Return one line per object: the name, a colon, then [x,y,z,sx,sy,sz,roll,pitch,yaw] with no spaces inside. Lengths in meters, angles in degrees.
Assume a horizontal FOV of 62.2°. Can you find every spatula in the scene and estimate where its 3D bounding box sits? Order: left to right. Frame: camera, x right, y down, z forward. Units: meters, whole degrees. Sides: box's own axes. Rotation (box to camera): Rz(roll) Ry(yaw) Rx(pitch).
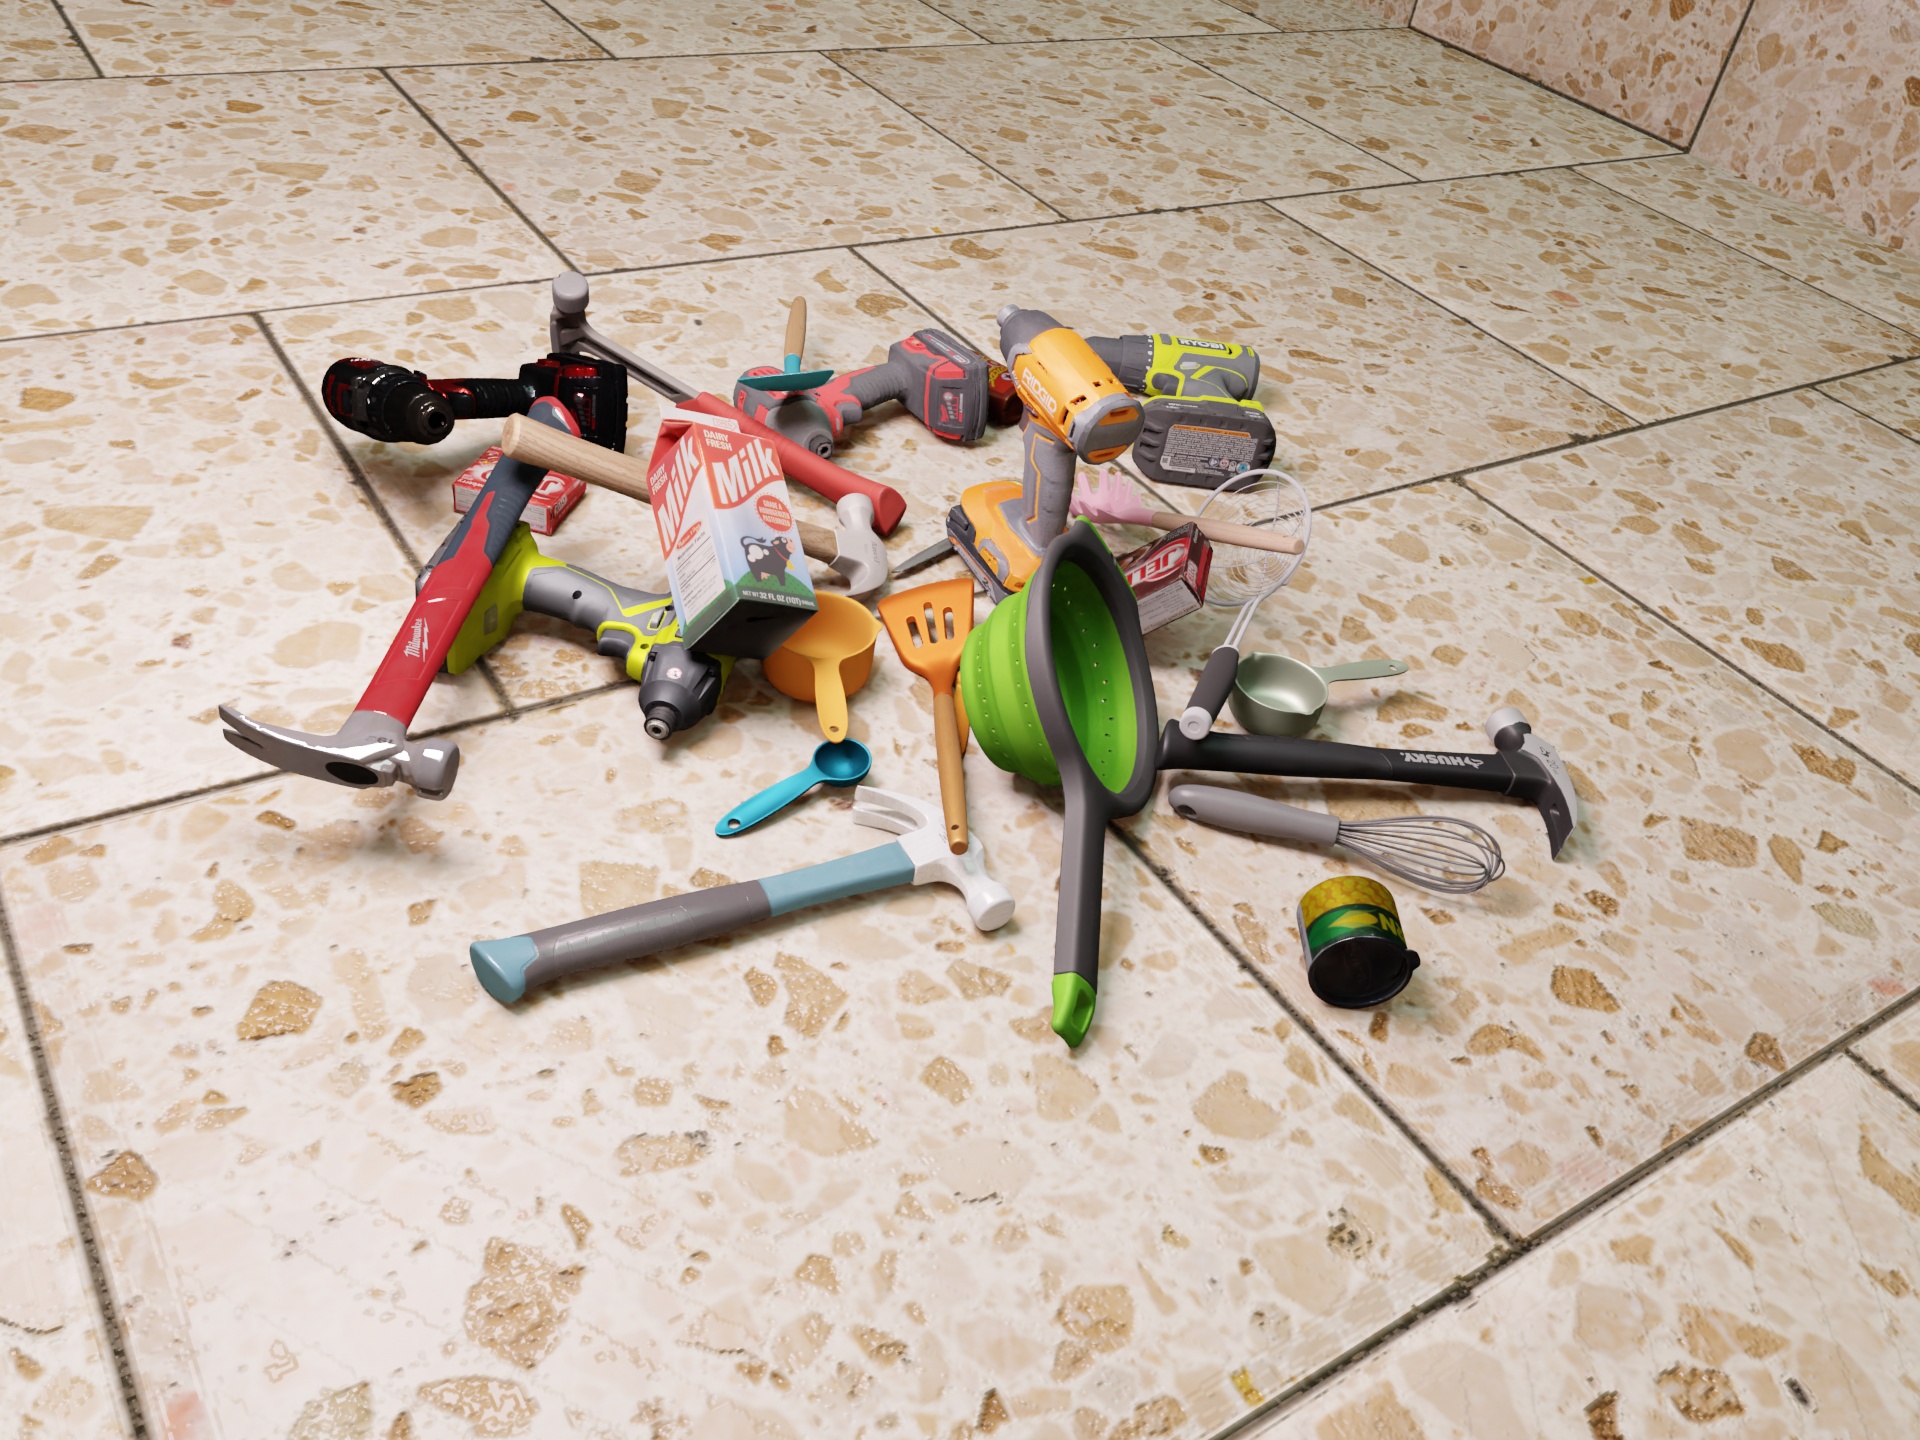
spatula: [-0.154,-0.352,1.475,0.082,0.044,0.318,-6,31,0]
spatula: [-0.014,-0.009,1.157,0.081,0.041,0.323,-14,32,4]

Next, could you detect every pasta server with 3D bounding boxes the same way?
pasta server: [0.182,-0.175,1.350,0.060,0.040,0.316,-23,23,-23]

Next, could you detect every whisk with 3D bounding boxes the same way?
whisk: [0.266,0.078,1.133,0.239,0.055,0.055,12,38,9]

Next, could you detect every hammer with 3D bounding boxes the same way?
hammer: [-0.359,-0.107,1.099,0.143,0.038,0.387,14,45,-3]
hammer: [-0.195,-0.165,1.231,0.331,0.031,0.130,16,46,-36]
hammer: [-0.210,-0.261,1.413,0.359,0.149,0.037,31,63,6]
hammer: [-0.137,0.116,1.000,0.331,0.033,0.128,-12,44,-27]
hammer: [0.302,0.035,1.188,0.334,0.035,0.146,4,38,-14]

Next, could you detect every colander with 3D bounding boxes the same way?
colander: [0.054,0.041,1.090,0.094,0.204,0.397,-13,49,25]

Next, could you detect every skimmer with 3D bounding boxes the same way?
skimmer: [0.206,-0.099,1.268,0.090,0.127,0.363,54,32,-11]

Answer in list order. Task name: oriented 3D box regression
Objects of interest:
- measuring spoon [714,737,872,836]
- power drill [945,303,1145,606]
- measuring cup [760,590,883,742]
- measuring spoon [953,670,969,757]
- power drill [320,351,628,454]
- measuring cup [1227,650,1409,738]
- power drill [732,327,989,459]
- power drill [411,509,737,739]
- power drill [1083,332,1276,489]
measuring spoon: [-0.116,0.053,1.103,0.128,0.021,0.042,-31,54,-29]
power drill: [0.058,-0.215,1.289,0.084,0.226,0.164,-15,54,-28]
measuring cup: [-0.102,-0.026,1.173,0.095,0.052,0.174,1,41,-12]
measuring spoon: [-0.002,-0.004,1.199,0.021,0.011,0.117,11,38,0]
power drill: [-0.388,-0.259,1.309,0.226,0.080,0.188,-8,21,-38]
measuring cup: [0.288,-0.022,1.273,0.167,0.038,0.083,-8,42,-26]
power drill: [-0.088,-0.298,1.495,0.219,0.078,0.143,-17,40,-26]
power drill: [-0.275,-0.068,1.166,0.223,0.080,0.171,15,40,1]
power drill: [0.218,-0.325,1.606,0.190,0.080,0.229,6,36,-7]
